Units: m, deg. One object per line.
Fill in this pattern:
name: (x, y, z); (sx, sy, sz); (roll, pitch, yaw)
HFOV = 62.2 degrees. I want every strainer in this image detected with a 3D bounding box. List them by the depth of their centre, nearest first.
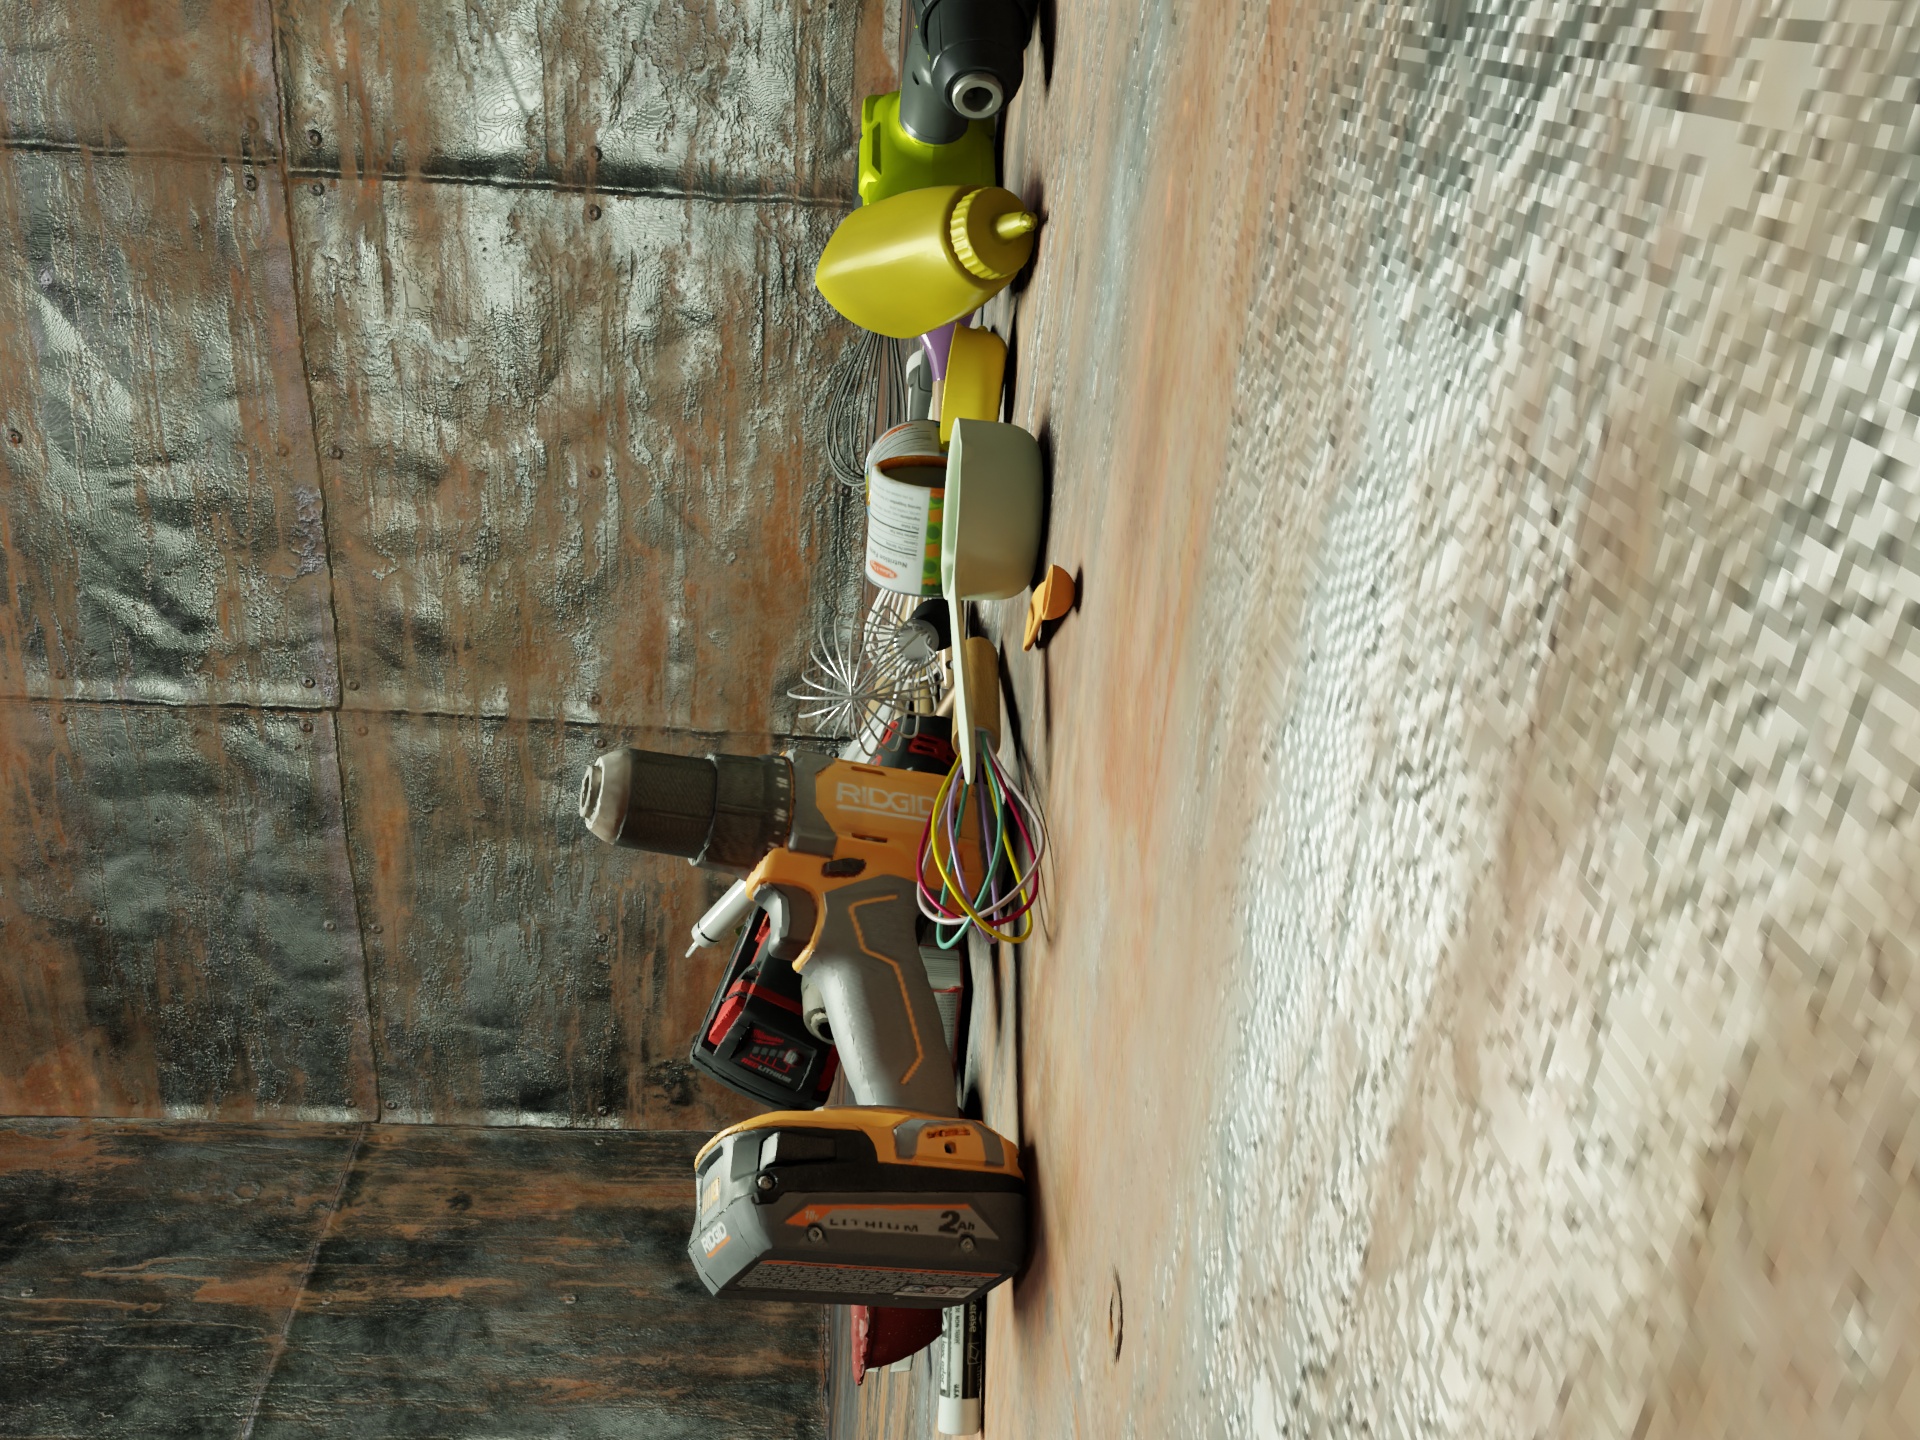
strainer: (-0.100, 0.073, 1.015); (0.258, 0.050, 0.087); (-45, 17, 25)

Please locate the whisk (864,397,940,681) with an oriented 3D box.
whisk: (-0.022, -0.123, 1.045); (0.058, 0.059, 0.246); (-62, -12, -51)

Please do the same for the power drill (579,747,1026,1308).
power drill: (-0.065, 0.110, 0.644); (0.084, 0.185, 0.226); (128, 147, -48)

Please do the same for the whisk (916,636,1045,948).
whisk: (0.008, 0.023, 0.676); (0.245, 0.047, 0.051); (-88, 15, -64)

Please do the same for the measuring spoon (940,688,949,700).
measuring spoon: (-0.001, -0.003, 0.942); (0.124, 0.018, 0.034); (-53, -40, -88)

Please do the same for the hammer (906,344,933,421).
hammer: (-0.007, -0.320, 1.034); (0.146, 0.035, 0.334); (-92, 7, -45)

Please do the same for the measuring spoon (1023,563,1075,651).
measuring spoon: (0.033, -0.040, 0.605); (0.117, 0.011, 0.021); (113, 166, -85)

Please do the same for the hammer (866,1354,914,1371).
hammer: (-0.069, 0.290, 0.884); (0.331, 0.031, 0.130); (60, -153, -64)

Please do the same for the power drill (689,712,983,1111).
power drill: (-0.067, 0.122, 0.826); (0.226, 0.080, 0.188); (-56, 11, 44)

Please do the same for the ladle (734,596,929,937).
ladle: (-0.078, 0.017, 1.121); (0.078, 0.062, 0.320); (-35, 34, 66)

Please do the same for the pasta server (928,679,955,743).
pasta server: (-0.046, 0.071, 0.926); (0.060, 0.040, 0.316); (-81, 17, -44)

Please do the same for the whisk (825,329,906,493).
whisk: (-0.051, -0.269, 1.057); (0.055, 0.055, 0.239); (155, 123, -84)

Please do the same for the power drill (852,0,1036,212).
power drill: (-0.006, -0.320, 0.807); (0.228, 0.080, 0.191); (108, 163, -62)

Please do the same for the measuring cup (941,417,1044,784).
measuring cup: (0.015, -0.049, 0.645); (0.083, 0.038, 0.168); (102, 168, -59)

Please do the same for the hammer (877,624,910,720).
hammer: (-0.047, 0.007, 1.288); (0.411, 0.038, 0.146); (-130, 44, -82)

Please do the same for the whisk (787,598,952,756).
whisk: (-0.026, -0.036, 0.811); (0.284, 0.070, 0.070); (-53, -32, -77)

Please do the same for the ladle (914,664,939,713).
ladle: (-0.020, 0.012, 1.051); (0.316, 0.031, 0.069); (-98, 11, -71)

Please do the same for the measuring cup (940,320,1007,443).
measuring cup: (0.014, -0.186, 0.837); (0.157, 0.029, 0.062); (-71, -10, -65)

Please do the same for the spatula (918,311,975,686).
spatula: (-0.011, -0.178, 0.957); (0.018, 0.060, 0.316); (-10, -82, -78)
